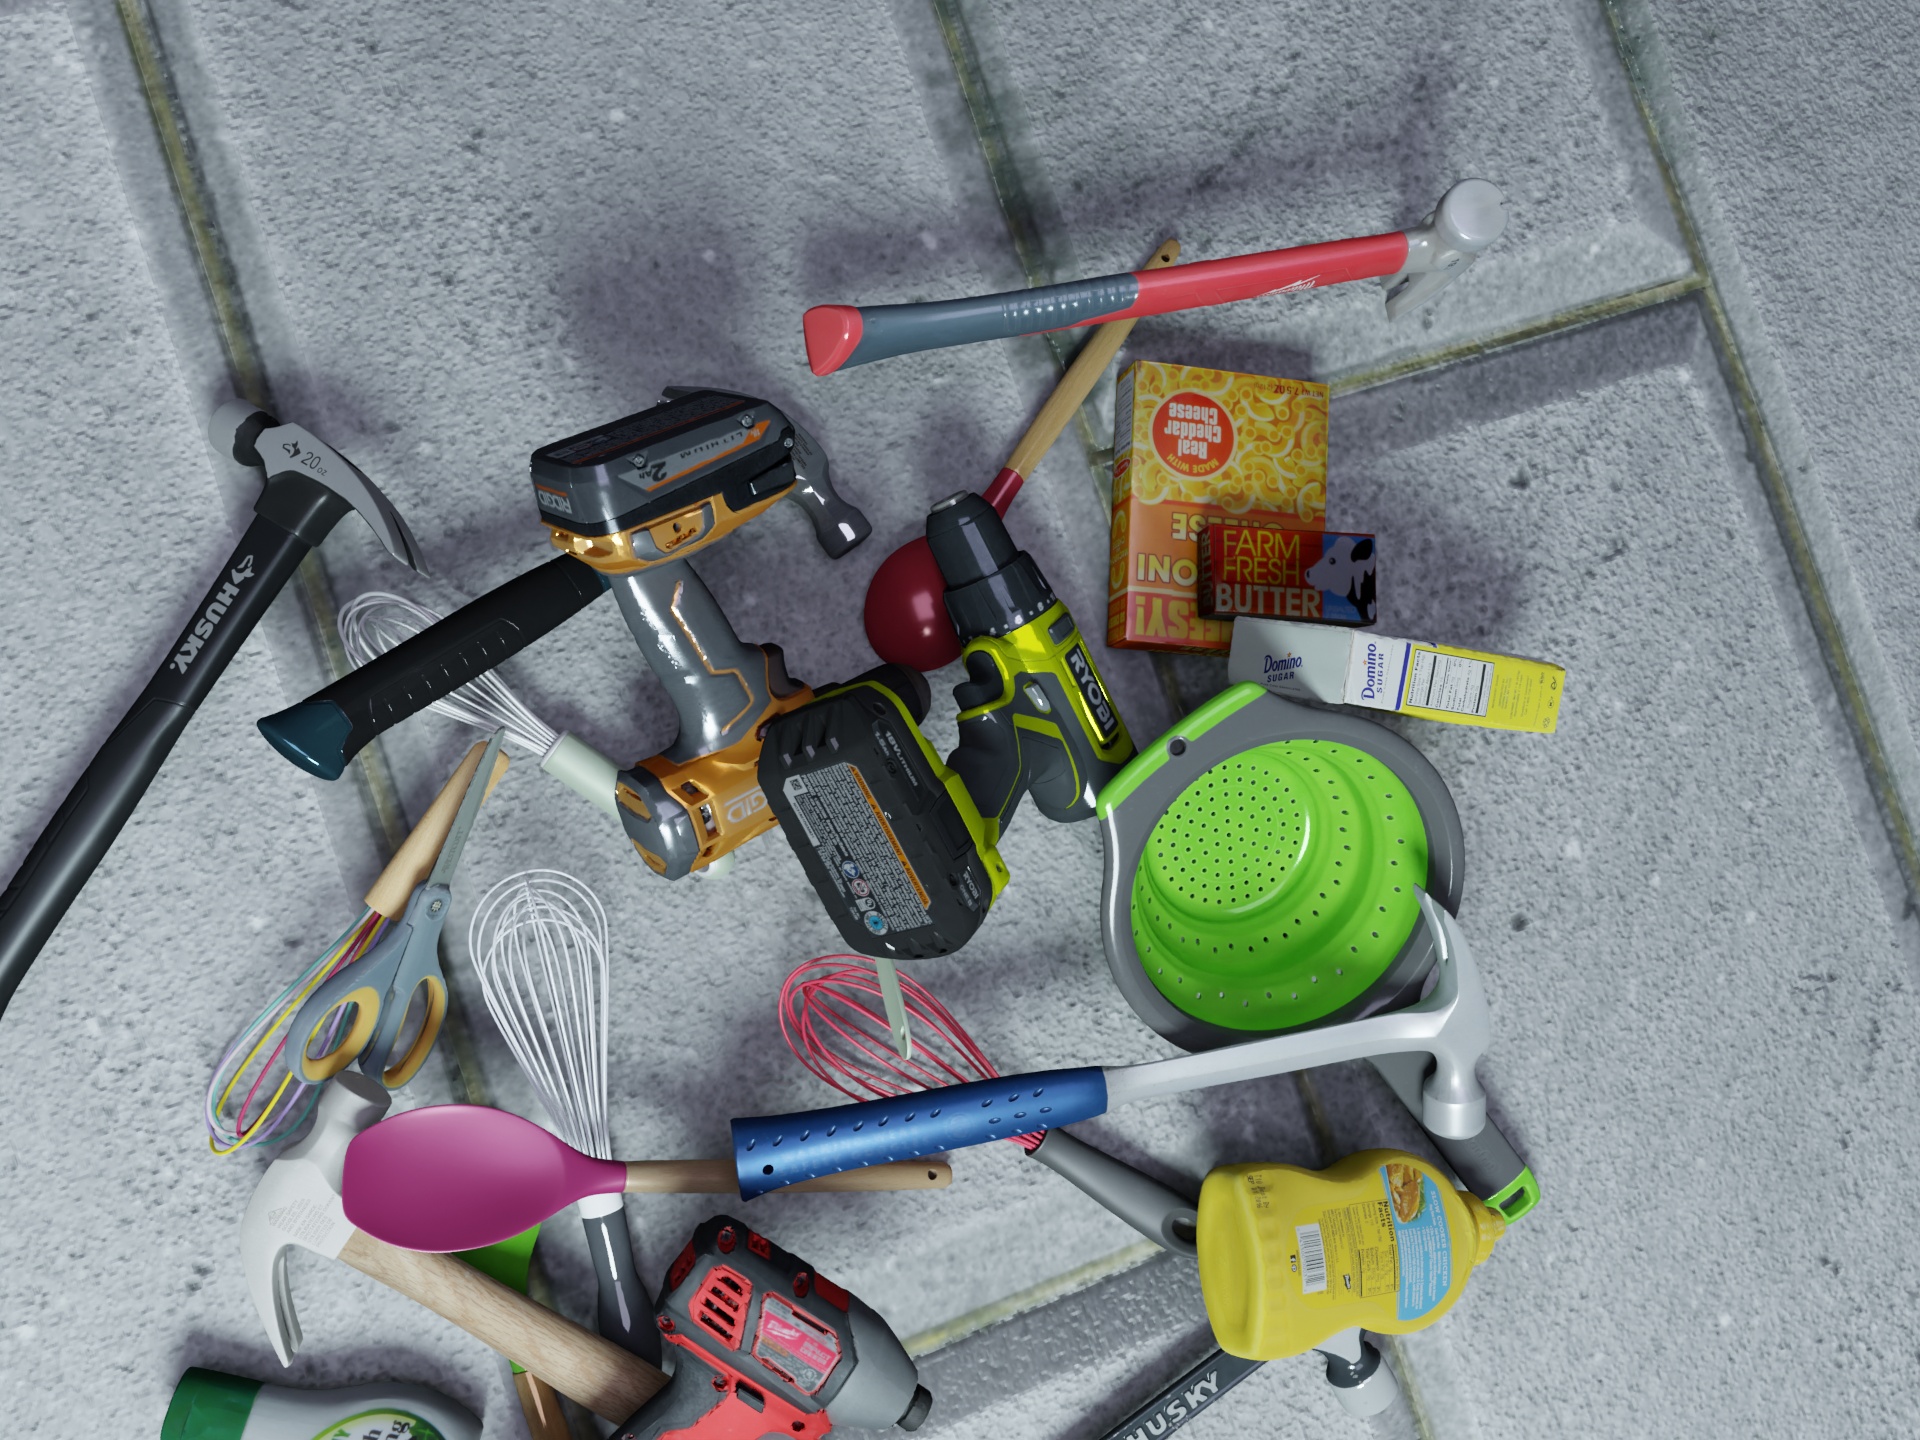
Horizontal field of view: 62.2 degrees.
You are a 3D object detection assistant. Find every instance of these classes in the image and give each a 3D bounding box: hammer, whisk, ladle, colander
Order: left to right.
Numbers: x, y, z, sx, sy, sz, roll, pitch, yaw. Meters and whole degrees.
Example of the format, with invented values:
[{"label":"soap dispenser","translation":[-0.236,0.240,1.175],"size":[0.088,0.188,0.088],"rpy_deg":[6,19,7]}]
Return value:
[{"label":"hammer","translation":[-0.403,0.004,0.802],"size":[0.146,0.035,0.335],"rpy_deg":[29,83,19]},{"label":"whisk","translation":[-0.305,0.117,0.810],"size":[0.051,0.047,0.245],"rpy_deg":[35,85,-10]},{"label":"whisk","translation":[-0.224,0.010,0.853],"size":[0.246,0.059,0.057],"rpy_deg":[36,122,-10]},{"label":"hammer","translation":[-0.205,0.316,0.795],"size":[0.331,0.031,0.130],"rpy_deg":[34,88,-7]},{"label":"hammer","translation":[-0.206,-0.070,0.833],"size":[0.331,0.033,0.128],"rpy_deg":[-36,91,-27]},{"label":"whisk","translation":[-0.194,0.216,0.830],"size":[0.070,0.070,0.284],"rpy_deg":[-13,92,-13]},{"label":"whisk","translation":[0.027,0.219,0.874],"size":[0.295,0.073,0.073],"rpy_deg":[35,78,-12]},{"label":"ladle","translation":[0.046,-0.163,0.934],"size":[0.069,0.031,0.315],"rpy_deg":[35,77,-6]},{"label":"hammer","translation":[0.043,0.420,0.858],"size":[0.409,0.036,0.149],"rpy_deg":[-32,101,-11]},{"label":"hammer","translation":[0.084,0.184,0.828],"size":[0.405,0.035,0.144],"rpy_deg":[-9,109,-9]},{"label":"hammer","translation":[0.102,-0.239,0.909],"size":[0.386,0.143,0.038],"rpy_deg":[-11,86,-7]},{"label":"colander","translation":[0.212,0.139,0.910],"size":[0.204,0.095,0.396],"rpy_deg":[-38,111,2]}]

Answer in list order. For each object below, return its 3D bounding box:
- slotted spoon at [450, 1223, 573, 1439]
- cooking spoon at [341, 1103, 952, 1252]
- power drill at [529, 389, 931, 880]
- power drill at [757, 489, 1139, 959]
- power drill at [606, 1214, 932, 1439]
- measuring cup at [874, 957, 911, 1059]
[{"label":"slotted spoon","translation":[-0.214,0.358,0.824],"size":[0.070,0.031,0.314],"rpy_deg":[-19,89,-8]},{"label":"cooking spoon","translation":[-0.147,0.233,0.812],"size":[0.318,0.017,0.069],"rpy_deg":[8,64,-26]},{"label":"power drill","translation":[-0.108,-0.051,0.820],"size":[0.185,0.084,0.226],"rpy_deg":[-27,120,-29]},{"label":"power drill","translation":[-0.001,-0.003,0.817],"size":[0.228,0.080,0.190],"rpy_deg":[-43,110,-51]},{"label":"power drill","translation":[-0.120,0.362,0.757],"size":[0.143,0.078,0.220],"rpy_deg":[35,84,-8]},{"label":"measuring cup","translation":[-0.029,0.103,0.837],"size":[0.038,0.083,0.168],"rpy_deg":[2,48,-19]}]
